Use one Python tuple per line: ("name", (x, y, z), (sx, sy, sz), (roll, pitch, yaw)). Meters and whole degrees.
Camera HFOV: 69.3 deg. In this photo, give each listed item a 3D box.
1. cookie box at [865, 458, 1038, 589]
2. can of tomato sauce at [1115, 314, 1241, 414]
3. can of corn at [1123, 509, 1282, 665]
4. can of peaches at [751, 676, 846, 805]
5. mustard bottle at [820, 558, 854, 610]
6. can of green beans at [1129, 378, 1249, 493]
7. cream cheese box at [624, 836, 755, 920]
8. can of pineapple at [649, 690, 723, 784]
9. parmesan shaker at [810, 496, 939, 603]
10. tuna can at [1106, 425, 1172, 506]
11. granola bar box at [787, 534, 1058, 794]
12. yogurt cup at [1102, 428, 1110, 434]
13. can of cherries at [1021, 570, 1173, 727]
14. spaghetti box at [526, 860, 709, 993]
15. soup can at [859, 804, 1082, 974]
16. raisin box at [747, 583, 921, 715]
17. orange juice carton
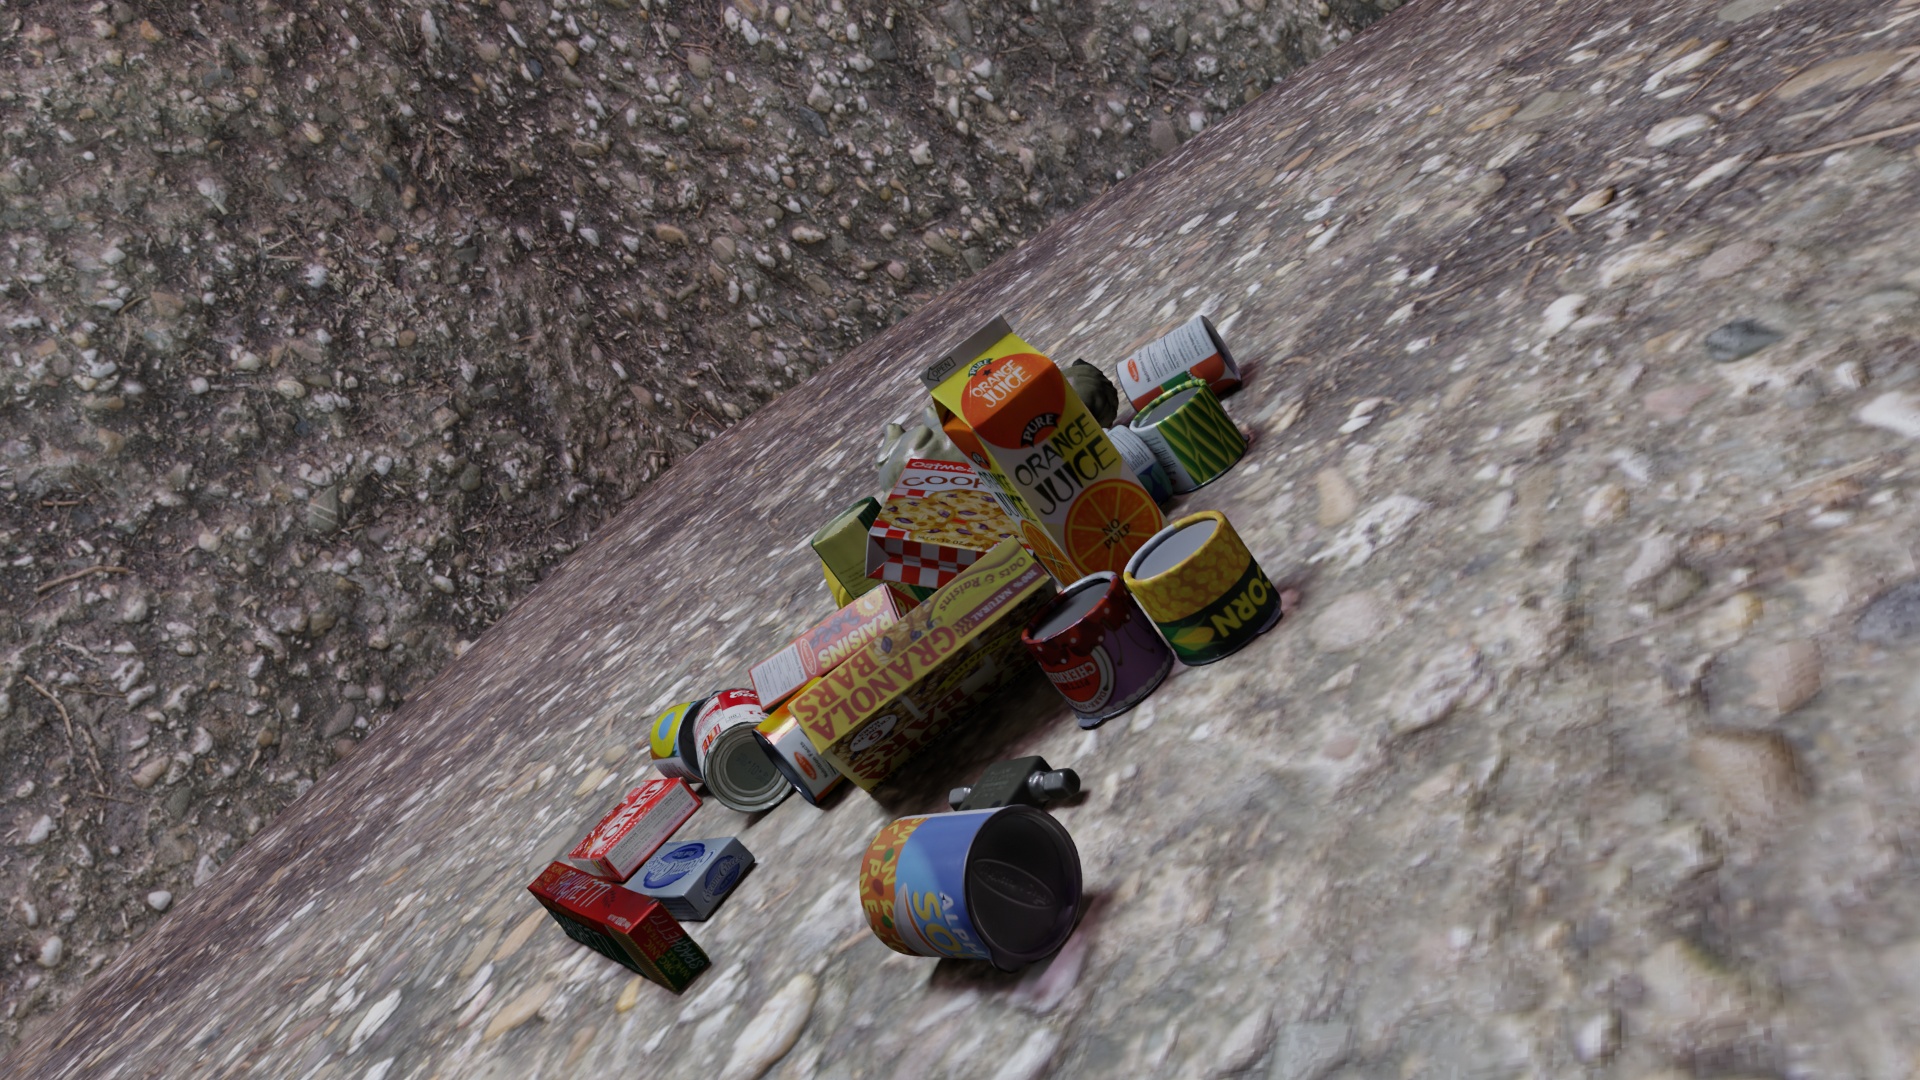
("cookie box", (0.004, -0.014, 1.085), (0.123, 0.040, 0.168), (8, 24, 6))
("can of tomato sauce", (0.183, -0.139, 1.160), (0.083, 0.071, 0.071), (-30, 15, 21))
("can of corn", (0.133, 0.025, 0.761), (0.071, 0.058, 0.071), (-34, 14, 10))
("can of peaches", (-0.098, 0.133, 0.933), (0.058, 0.071, 0.071), (-40, 15, -18))
("mustard bottle", (-0.089, 0.037, 1.237), (0.049, 0.065, 0.161), (-40, 19, 6))
("can of green beans", (0.165, -0.076, 1.011), (0.071, 0.057, 0.071), (-33, 14, 10))
("cream cheese box", (-0.184, 0.225, 0.924), (0.103, 0.024, 0.054), (-19, 23, 50))
("can of pineapple", (-0.205, 0.158, 1.101), (0.057, 0.071, 0.071), (-18, 23, 52))
("parmesan shaker", (-0.065, 0.021, 1.139), (0.071, 0.103, 0.071), (-34, 14, 10))
("tuna can", (0.122, -0.047, 1.010), (0.033, 0.071, 0.071), (-37, 14, -6))
("granola bar box", (-0.014, 0.078, 0.843), (0.166, 0.039, 0.124), (-37, -23, -5))
("yogurt cup", (0.106, -0.050, 1.072), (0.072, 0.054, 0.072), (-33, 15, 10))
("can of cherries", (0.075, 0.060, 0.781), (0.071, 0.058, 0.072), (-33, 14, 9))
("spaghetti box", (-0.230, 0.248, 0.908), (0.029, 0.050, 0.249), (-42, 15, -27))
("soup can", (0.002, 0.158, 0.628), (0.083, 0.071, 0.072), (-20, 22, 50))
("raisin box", (-0.076, 0.087, 0.994), (0.123, 0.086, 0.040), (-32, 57, 15))
("orange juice carton", (0.055, -0.053, 0.917), (0.072, 0.192, 0.073), (-40, 13, -10))
